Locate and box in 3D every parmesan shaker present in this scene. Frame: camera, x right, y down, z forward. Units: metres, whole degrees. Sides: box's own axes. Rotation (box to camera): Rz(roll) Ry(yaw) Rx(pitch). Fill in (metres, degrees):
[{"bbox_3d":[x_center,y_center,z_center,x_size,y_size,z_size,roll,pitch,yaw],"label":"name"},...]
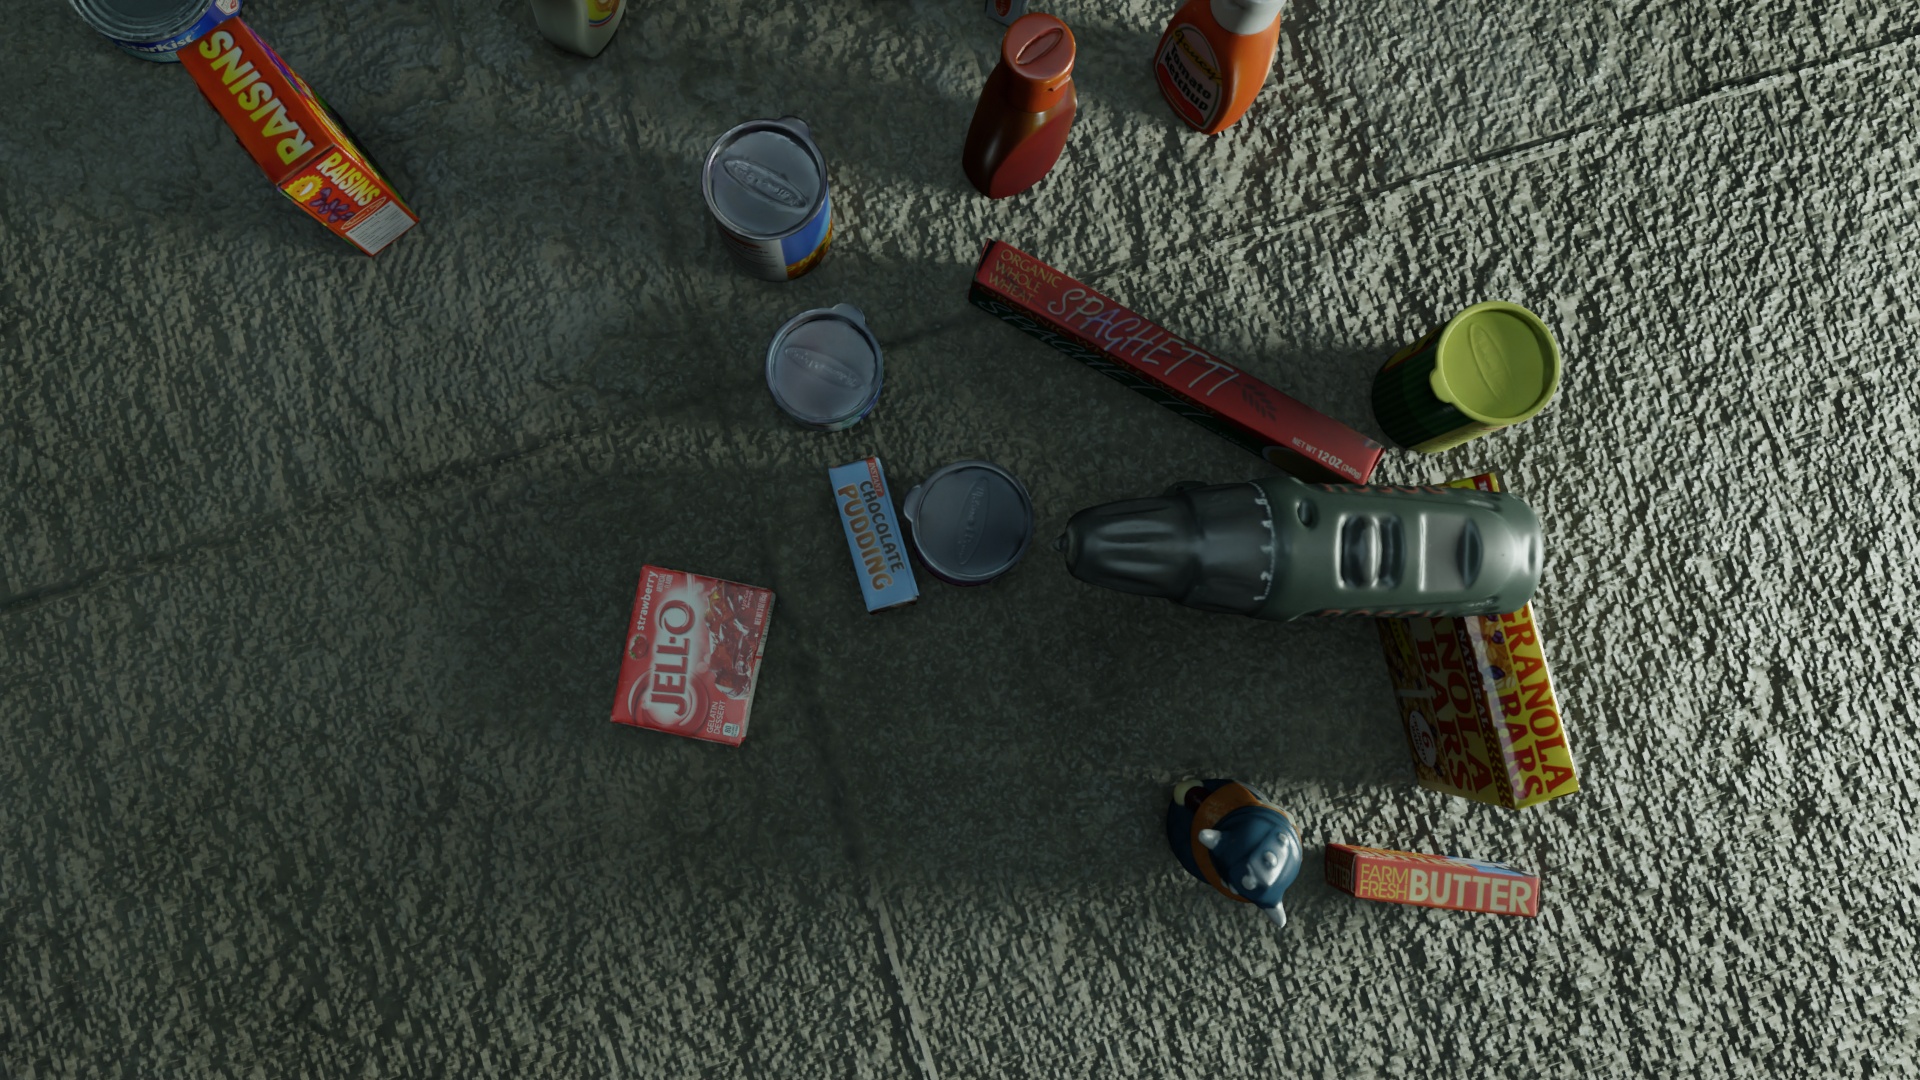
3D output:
[{"bbox_3d":[0.274,-0.087,0.771,0.071,0.103,0.071,0,85,-3],"label":"parmesan shaker"}]

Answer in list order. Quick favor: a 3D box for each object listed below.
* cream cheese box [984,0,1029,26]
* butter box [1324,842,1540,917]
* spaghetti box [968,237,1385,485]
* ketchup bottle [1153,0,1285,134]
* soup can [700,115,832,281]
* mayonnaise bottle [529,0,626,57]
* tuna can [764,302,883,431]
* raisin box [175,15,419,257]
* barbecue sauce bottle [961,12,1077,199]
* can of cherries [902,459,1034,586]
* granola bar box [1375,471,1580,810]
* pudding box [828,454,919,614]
[{"bbox_3d":[0.043,-0.358,0.810,0.024,0.053,0.104,22,84,-1],"label":"cream cheese box"},{"bbox_3d":[0.259,0.187,0.768,0.103,0.053,0.024,7,85,-2],"label":"butter box"},{"bbox_3d":[0.118,-0.097,0.790,0.250,0.050,0.029,28,84,0],"label":"spaghetti box"},{"bbox_3d":[0.146,-0.277,0.759,0.043,0.148,0.065,-36,88,-5],"label":"ketchup bottle"},{"bbox_3d":[-0.103,-0.188,0.770,0.071,0.083,0.071,0,85,-3],"label":"soup can"},{"bbox_3d":[-0.215,-0.318,0.744,0.041,0.148,0.065,20,84,-1],"label":"mayonnaise bottle"},{"bbox_3d":[-0.076,-0.098,0.788,0.071,0.033,0.071,0,85,-3],"label":"tuna can"},{"bbox_3d":[-0.348,-0.210,0.738,0.040,0.123,0.086,-37,88,-5],"label":"raisin box"},{"bbox_3d":[0.035,-0.234,0.749,0.065,0.148,0.043,-38,88,-5],"label":"barbecue sauce bottle"},{"bbox_3d":[0.003,-0.010,0.771,0.071,0.058,0.071,0,85,-3],"label":"can of cherries"},{"bbox_3d":[0.266,0.053,0.746,0.039,0.124,0.165,-13,85,-4],"label":"granola bar box"},{"bbox_3d":[-0.048,-0.002,0.771,0.030,0.049,0.083,-16,86,-4],"label":"pudding box"}]
